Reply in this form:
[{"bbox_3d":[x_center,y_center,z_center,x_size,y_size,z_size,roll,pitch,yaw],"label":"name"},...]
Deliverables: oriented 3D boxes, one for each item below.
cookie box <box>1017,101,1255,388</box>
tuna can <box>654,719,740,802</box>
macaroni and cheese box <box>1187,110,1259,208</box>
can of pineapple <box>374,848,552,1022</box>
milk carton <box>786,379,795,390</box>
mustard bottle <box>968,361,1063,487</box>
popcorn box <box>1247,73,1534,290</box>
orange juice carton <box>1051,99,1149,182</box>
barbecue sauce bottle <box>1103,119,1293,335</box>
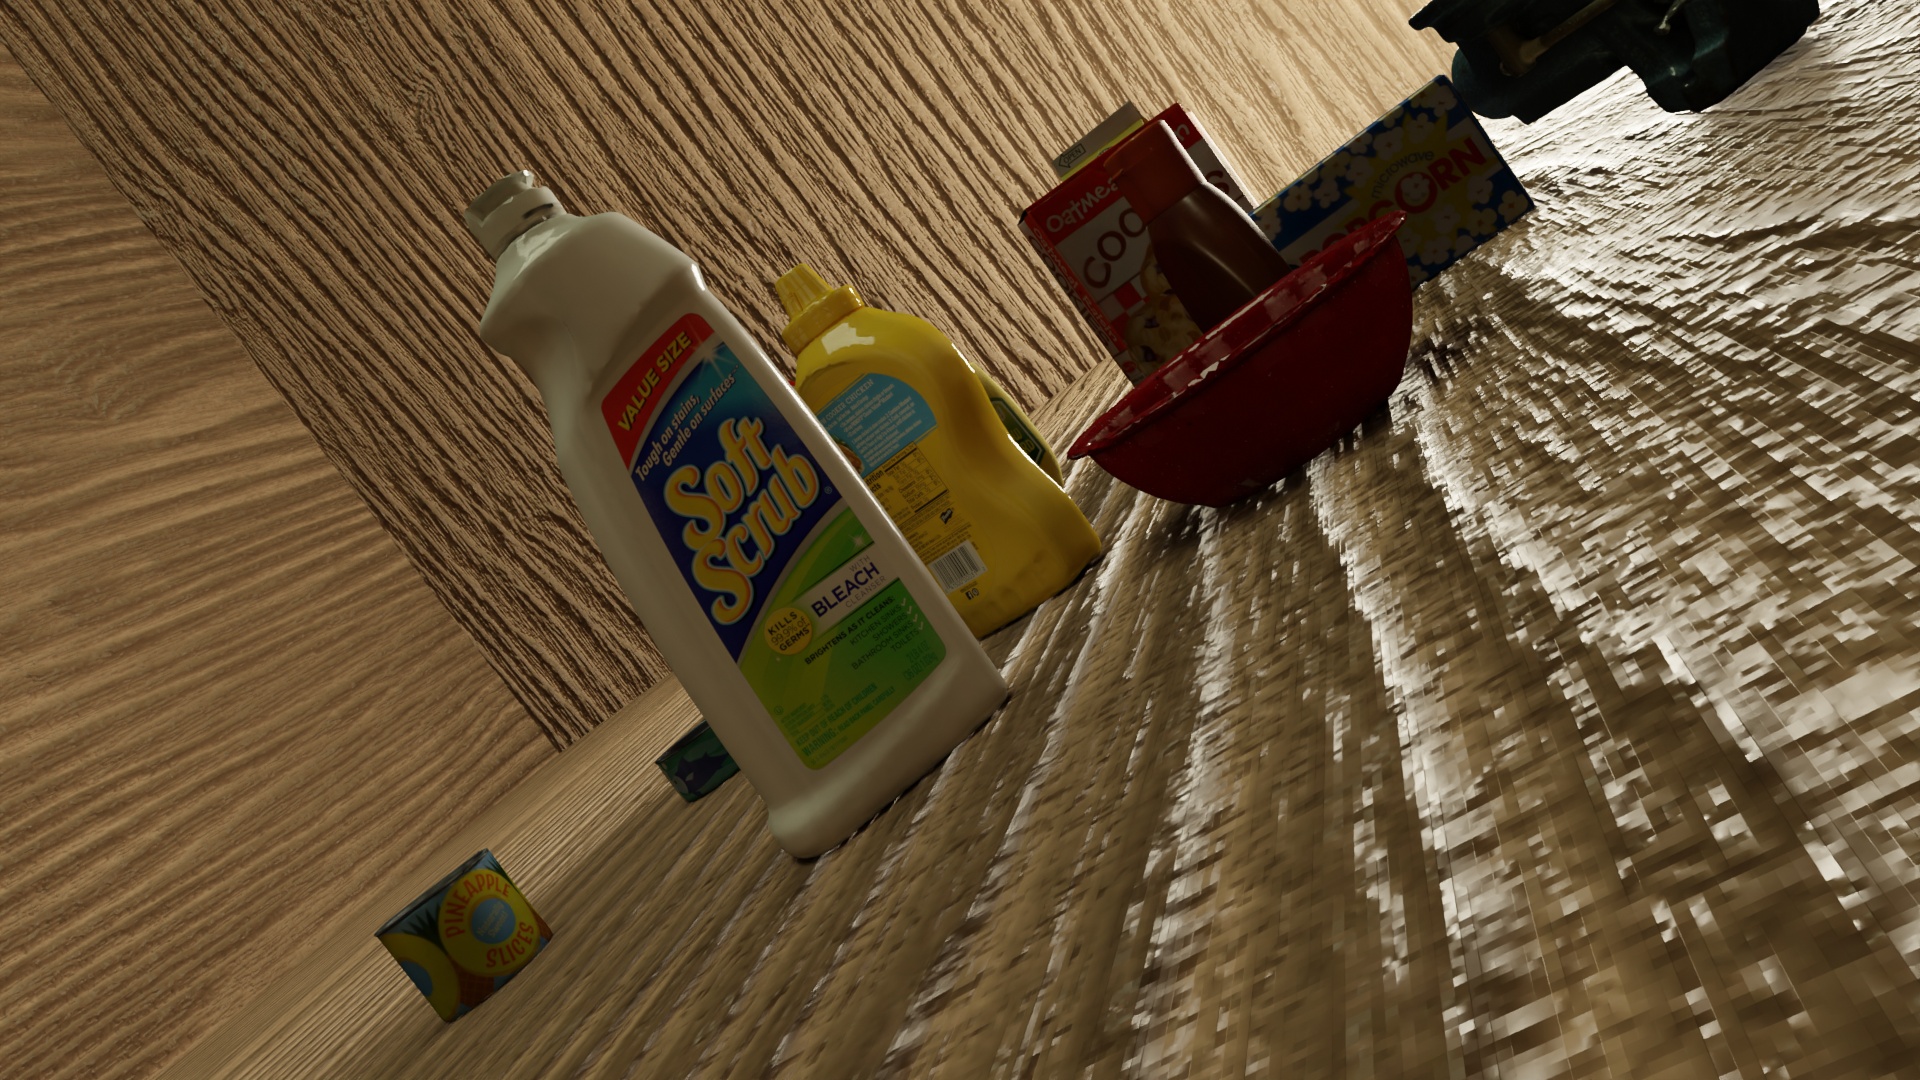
[{"bbox_3d":[0.134,-0.171,0.876,0.123,0.167,0.040,-37,4,-8],"label":"cookie box"},{"bbox_3d":[-0.147,0.125,0.841,0.071,0.033,0.071,-36,4,3],"label":"tuna can"},{"bbox_3d":[0.168,-0.211,1.028,0.123,0.166,0.040,-33,6,43],"label":"macaroni and cheese box"},{"bbox_3d":[-0.250,0.199,0.705,0.071,0.058,0.071,-36,4,3],"label":"can of pineapple"},{"bbox_3d":[-0.084,-0.008,0.720,0.073,0.190,0.073,-33,6,46],"label":"milk carton"},{"bbox_3d":[0.010,-0.090,1.036,0.065,0.160,0.048,-38,4,-16],"label":"mustard bottle"},{"bbox_3d":[0.227,-0.176,0.744,0.126,0.085,0.038,-35,4,22],"label":"popcorn box"},{"bbox_3d":[0.145,-0.203,0.953,0.071,0.192,0.073,-34,5,30],"label":"orange juice carton"},{"bbox_3d":[0.128,-0.136,0.686,0.044,0.148,0.064,-38,4,-19],"label":"barbecue sauce bottle"}]
